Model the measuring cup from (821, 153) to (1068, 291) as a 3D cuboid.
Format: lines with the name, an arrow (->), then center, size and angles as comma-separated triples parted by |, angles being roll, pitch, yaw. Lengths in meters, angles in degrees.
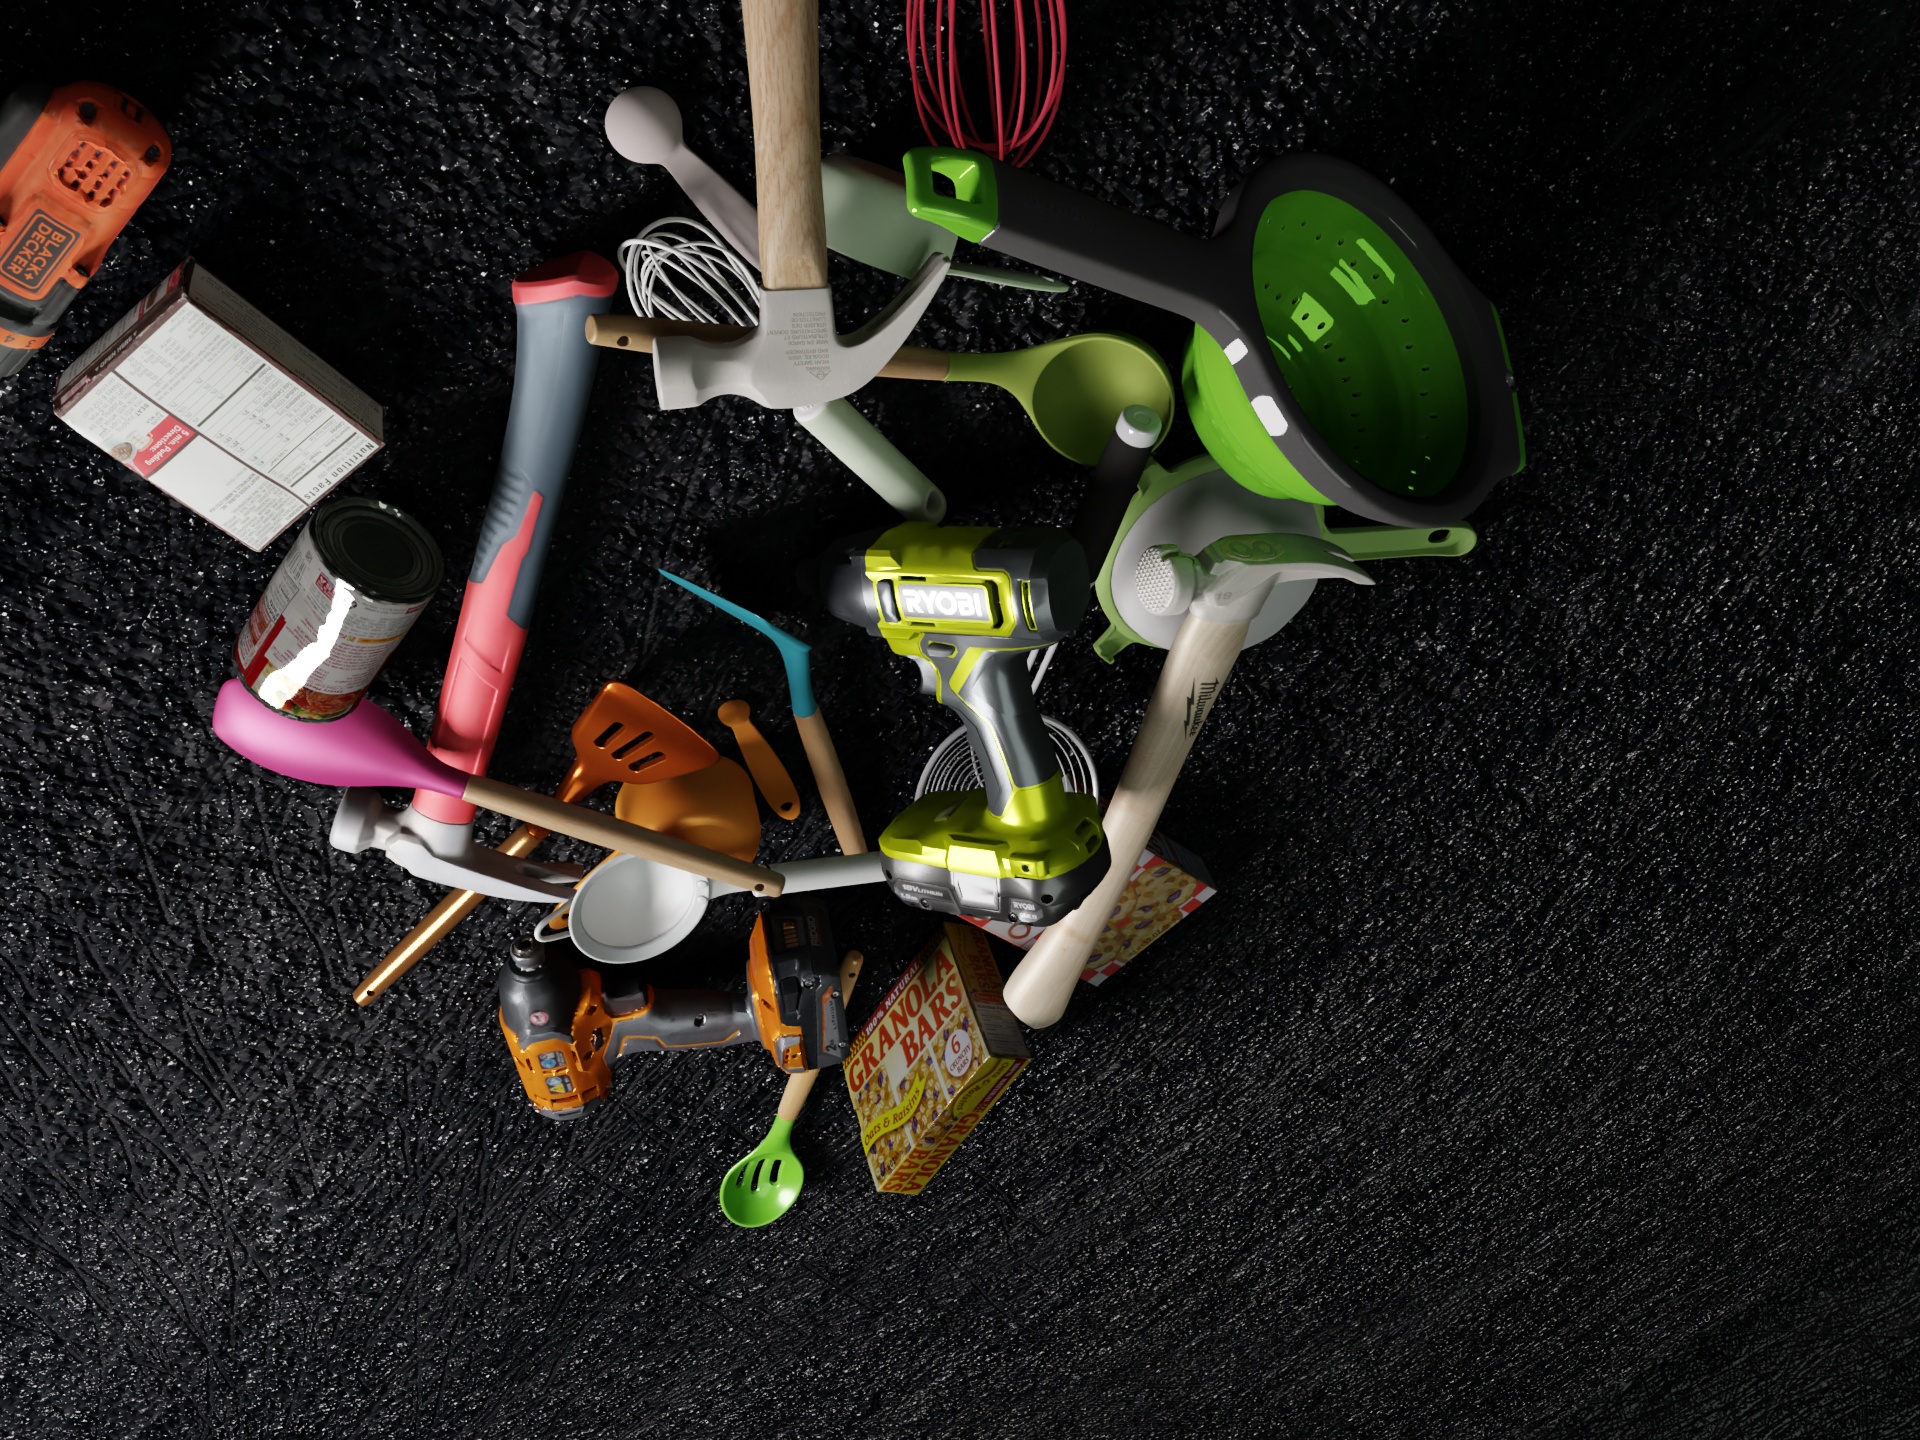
measuring cup -> -0.003, -0.236, 0.767 | 0.167, 0.083, 0.038 | -2, 123, -41

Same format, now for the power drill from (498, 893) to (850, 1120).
power drill -> -0.195, 0.187, 1.076 | 0.226, 0.084, 0.164 | -10, 135, -7

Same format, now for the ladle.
ladle -> -0.026, -0.168, 0.779 | 0.320, 0.062, 0.078 | -3, 141, -35

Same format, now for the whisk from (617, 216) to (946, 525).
whisk -> -0.081, -0.167, 0.810 | 0.246, 0.059, 0.058 | 38, 68, -46

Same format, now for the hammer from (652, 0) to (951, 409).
hammer -> -0.070, -0.291, 0.638 | 0.130, 0.031, 0.331 | -6, 117, -11

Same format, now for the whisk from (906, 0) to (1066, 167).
whisk -> 0.007, -0.368, 0.646 | 0.073, 0.073, 0.295 | -12, 128, -11

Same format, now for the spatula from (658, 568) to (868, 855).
spatula -> -0.097, 0.016, 0.973 | 0.044, 0.082, 0.317 | -49, 148, -26

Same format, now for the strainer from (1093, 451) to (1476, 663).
strainer -> 0.213, -0.090, 0.977 | 0.256, 0.069, 0.151 | -5, 133, -15

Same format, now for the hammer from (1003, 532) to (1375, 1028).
hammer -> 0.118, 0.055, 1.002 | 0.146, 0.038, 0.410 | -6, 135, -28

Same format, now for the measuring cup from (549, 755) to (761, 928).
measuring cup -> -0.198, 0.095, 1.003 | 0.173, 0.052, 0.095 | -41, 133, 16

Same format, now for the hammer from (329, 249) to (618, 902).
hammer -> -0.227, -0.059, 0.838 | 0.143, 0.038, 0.386 | 18, 123, -13

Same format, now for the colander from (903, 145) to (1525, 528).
colander -> 0.118, -0.190, 0.783 | 0.396, 0.205, 0.094 | 7, 160, -36

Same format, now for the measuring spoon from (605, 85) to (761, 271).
measuring spoon -> -0.115, -0.243, 0.740 | 0.034, 0.018, 0.124 | -37, 135, 14

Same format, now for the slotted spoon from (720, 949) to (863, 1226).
slotted spoon -> -0.126, 0.289, 1.238 | 0.070, 0.031, 0.313 | 4, 128, -25

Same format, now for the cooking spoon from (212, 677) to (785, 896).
cooking spoon -> -0.247, 0.044, 0.876 | 0.318, 0.017, 0.068 | 19, 121, -15

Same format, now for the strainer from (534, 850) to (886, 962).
strainer -> -0.130, 0.098, 0.966 | 0.258, 0.050, 0.086 | -5, 125, -21

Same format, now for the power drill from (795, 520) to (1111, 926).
power drill -> -0.001, -0.003, 0.899 | 0.171, 0.080, 0.223 | 5, 120, 31

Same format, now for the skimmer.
skimmer -> 0.059, -0.023, 0.932 | 0.127, 0.090, 0.363 | -2, 144, -18

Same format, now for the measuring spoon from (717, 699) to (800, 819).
measuring spoon -> -0.124, 0.028, 0.999 | 0.021, 0.011, 0.116 | -22, 136, 0

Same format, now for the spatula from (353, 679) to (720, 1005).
spatula -> -0.277, 0.086, 0.973 | 0.081, 0.041, 0.322 | 39, 112, -25
